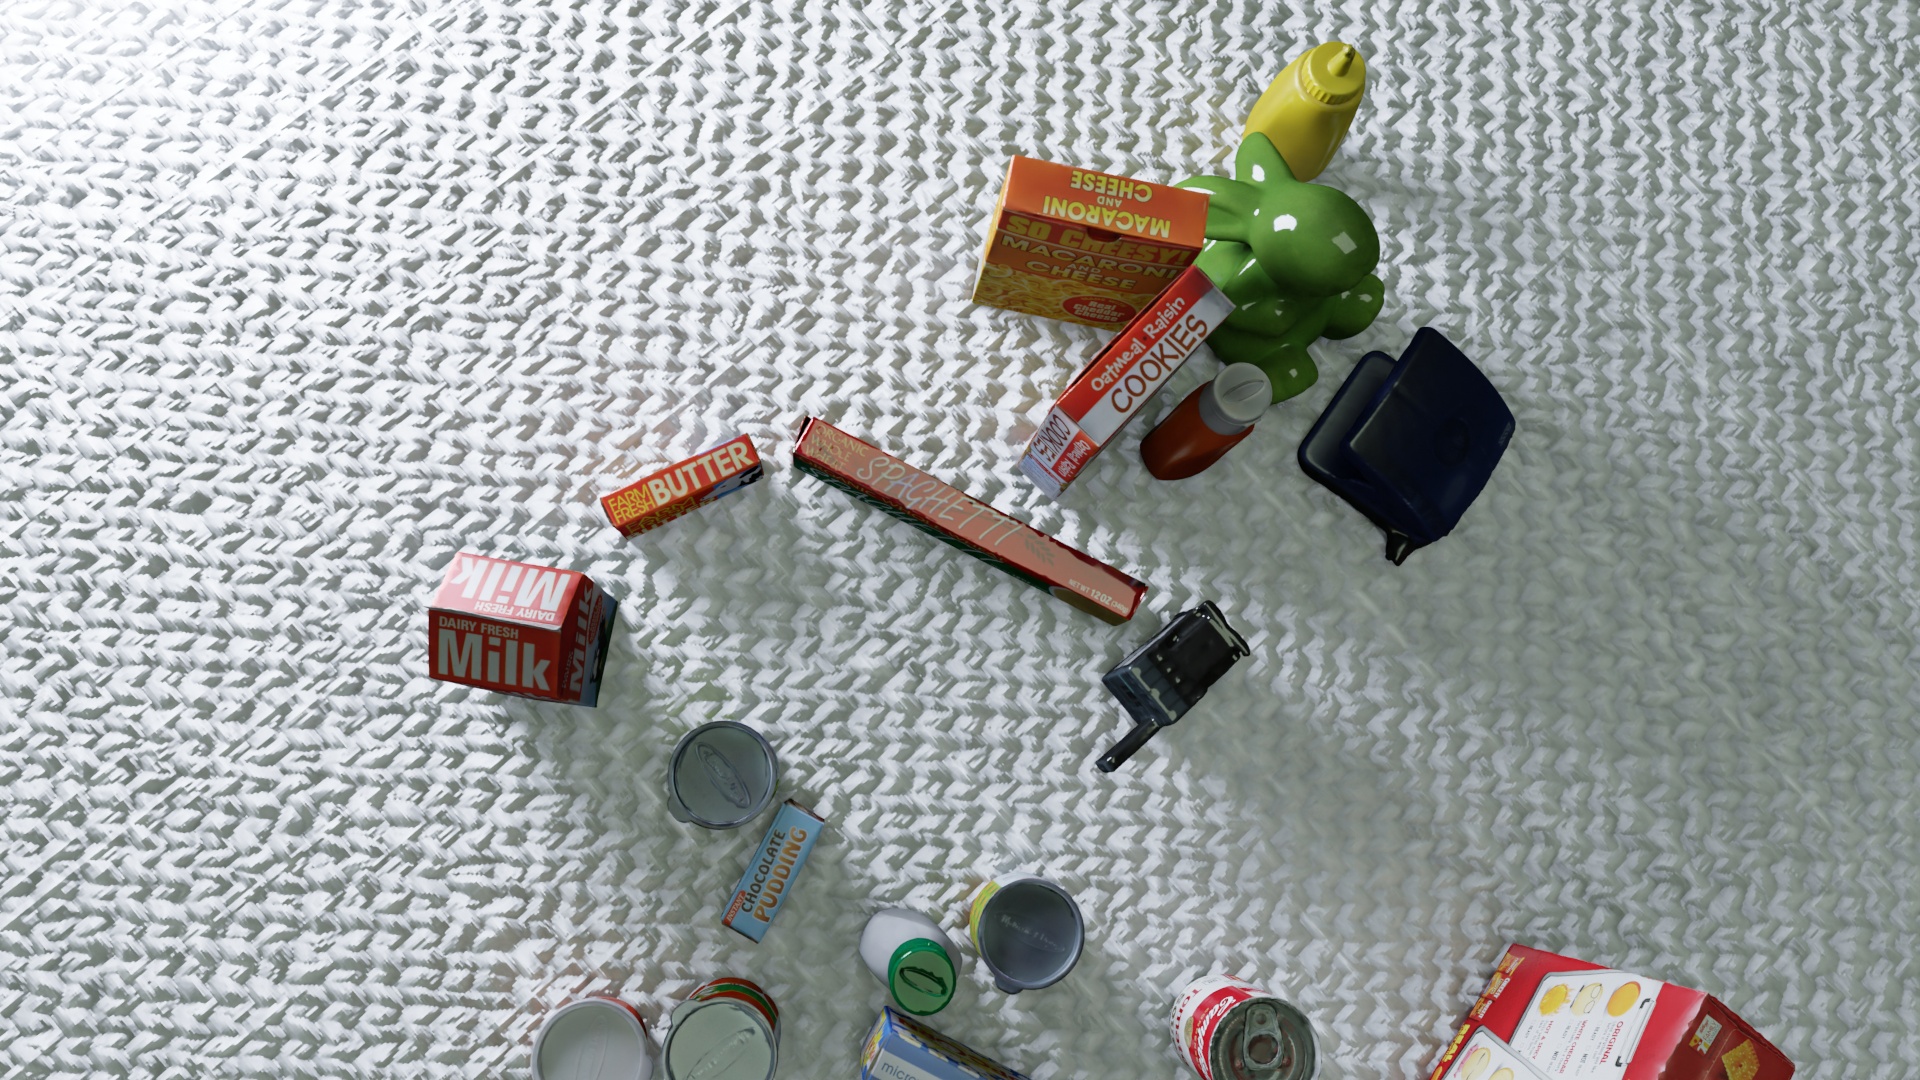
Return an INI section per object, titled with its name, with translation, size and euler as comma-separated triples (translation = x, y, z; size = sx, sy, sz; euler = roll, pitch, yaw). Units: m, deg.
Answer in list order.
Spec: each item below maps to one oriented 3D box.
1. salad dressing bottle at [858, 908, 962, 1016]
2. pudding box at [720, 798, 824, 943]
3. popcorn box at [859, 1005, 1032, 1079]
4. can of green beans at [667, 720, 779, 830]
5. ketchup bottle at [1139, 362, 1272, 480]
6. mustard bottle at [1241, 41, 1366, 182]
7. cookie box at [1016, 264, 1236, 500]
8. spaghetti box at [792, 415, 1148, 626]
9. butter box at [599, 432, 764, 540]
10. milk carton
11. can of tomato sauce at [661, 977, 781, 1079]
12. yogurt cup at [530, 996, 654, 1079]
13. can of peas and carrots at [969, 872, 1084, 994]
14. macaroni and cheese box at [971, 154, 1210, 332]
[salad dressing bottle]
translation = -0.027, 0.249, 0.822
size = 0.064, 0.147, 0.044
euler = 26, 79, -1
[pudding box]
translation = -0.117, 0.205, 0.870
size = 0.030, 0.049, 0.084
euler = 29, 79, 0
[popcorn box]
translation = 0.002, 0.333, 0.842
size = 0.127, 0.085, 0.038
euler = 27, 79, -1
[can of green beans]
translation = -0.148, 0.147, 0.873
size = 0.071, 0.057, 0.071
euler = 1, 80, -6
[ketchup bottle]
translation = 0.162, -0.076, 0.897
size = 0.065, 0.148, 0.043
euler = -25, 84, -9
[mustard bottle]
translation = 0.238, -0.294, 0.936
size = 0.065, 0.160, 0.049
euler = 21, 79, -2
[cookie box]
translation = 0.099, -0.096, 0.884
size = 0.040, 0.167, 0.123
euler = 44, 79, 2
[spaghetti box]
translation = 0.003, -0.012, 0.920
size = 0.250, 0.050, 0.029
euler = 27, 79, -1
[butter box]
translation = -0.179, -0.034, 0.904
size = 0.104, 0.053, 0.024
euler = -25, 84, -9
[milk carton]
translation = -0.254, 0.054, 0.811
size = 0.072, 0.190, 0.073
euler = 10, 80, -4
[can of tomato sauce]
translation = -0.143, 0.301, 0.834
size = 0.071, 0.083, 0.071
euler = 1, 81, -6
[yogurt cup]
translation = -0.220, 0.308, 0.840
size = 0.072, 0.054, 0.072
euler = 1, 80, -6
[can of peas and carrots]
translation = 0.040, 0.247, 0.874
size = 0.071, 0.058, 0.071
euler = 1, 80, -6
[macaroni and cheese box]
translation = 0.079, -0.185, 0.898
size = 0.124, 0.166, 0.040
euler = 10, 80, -4
